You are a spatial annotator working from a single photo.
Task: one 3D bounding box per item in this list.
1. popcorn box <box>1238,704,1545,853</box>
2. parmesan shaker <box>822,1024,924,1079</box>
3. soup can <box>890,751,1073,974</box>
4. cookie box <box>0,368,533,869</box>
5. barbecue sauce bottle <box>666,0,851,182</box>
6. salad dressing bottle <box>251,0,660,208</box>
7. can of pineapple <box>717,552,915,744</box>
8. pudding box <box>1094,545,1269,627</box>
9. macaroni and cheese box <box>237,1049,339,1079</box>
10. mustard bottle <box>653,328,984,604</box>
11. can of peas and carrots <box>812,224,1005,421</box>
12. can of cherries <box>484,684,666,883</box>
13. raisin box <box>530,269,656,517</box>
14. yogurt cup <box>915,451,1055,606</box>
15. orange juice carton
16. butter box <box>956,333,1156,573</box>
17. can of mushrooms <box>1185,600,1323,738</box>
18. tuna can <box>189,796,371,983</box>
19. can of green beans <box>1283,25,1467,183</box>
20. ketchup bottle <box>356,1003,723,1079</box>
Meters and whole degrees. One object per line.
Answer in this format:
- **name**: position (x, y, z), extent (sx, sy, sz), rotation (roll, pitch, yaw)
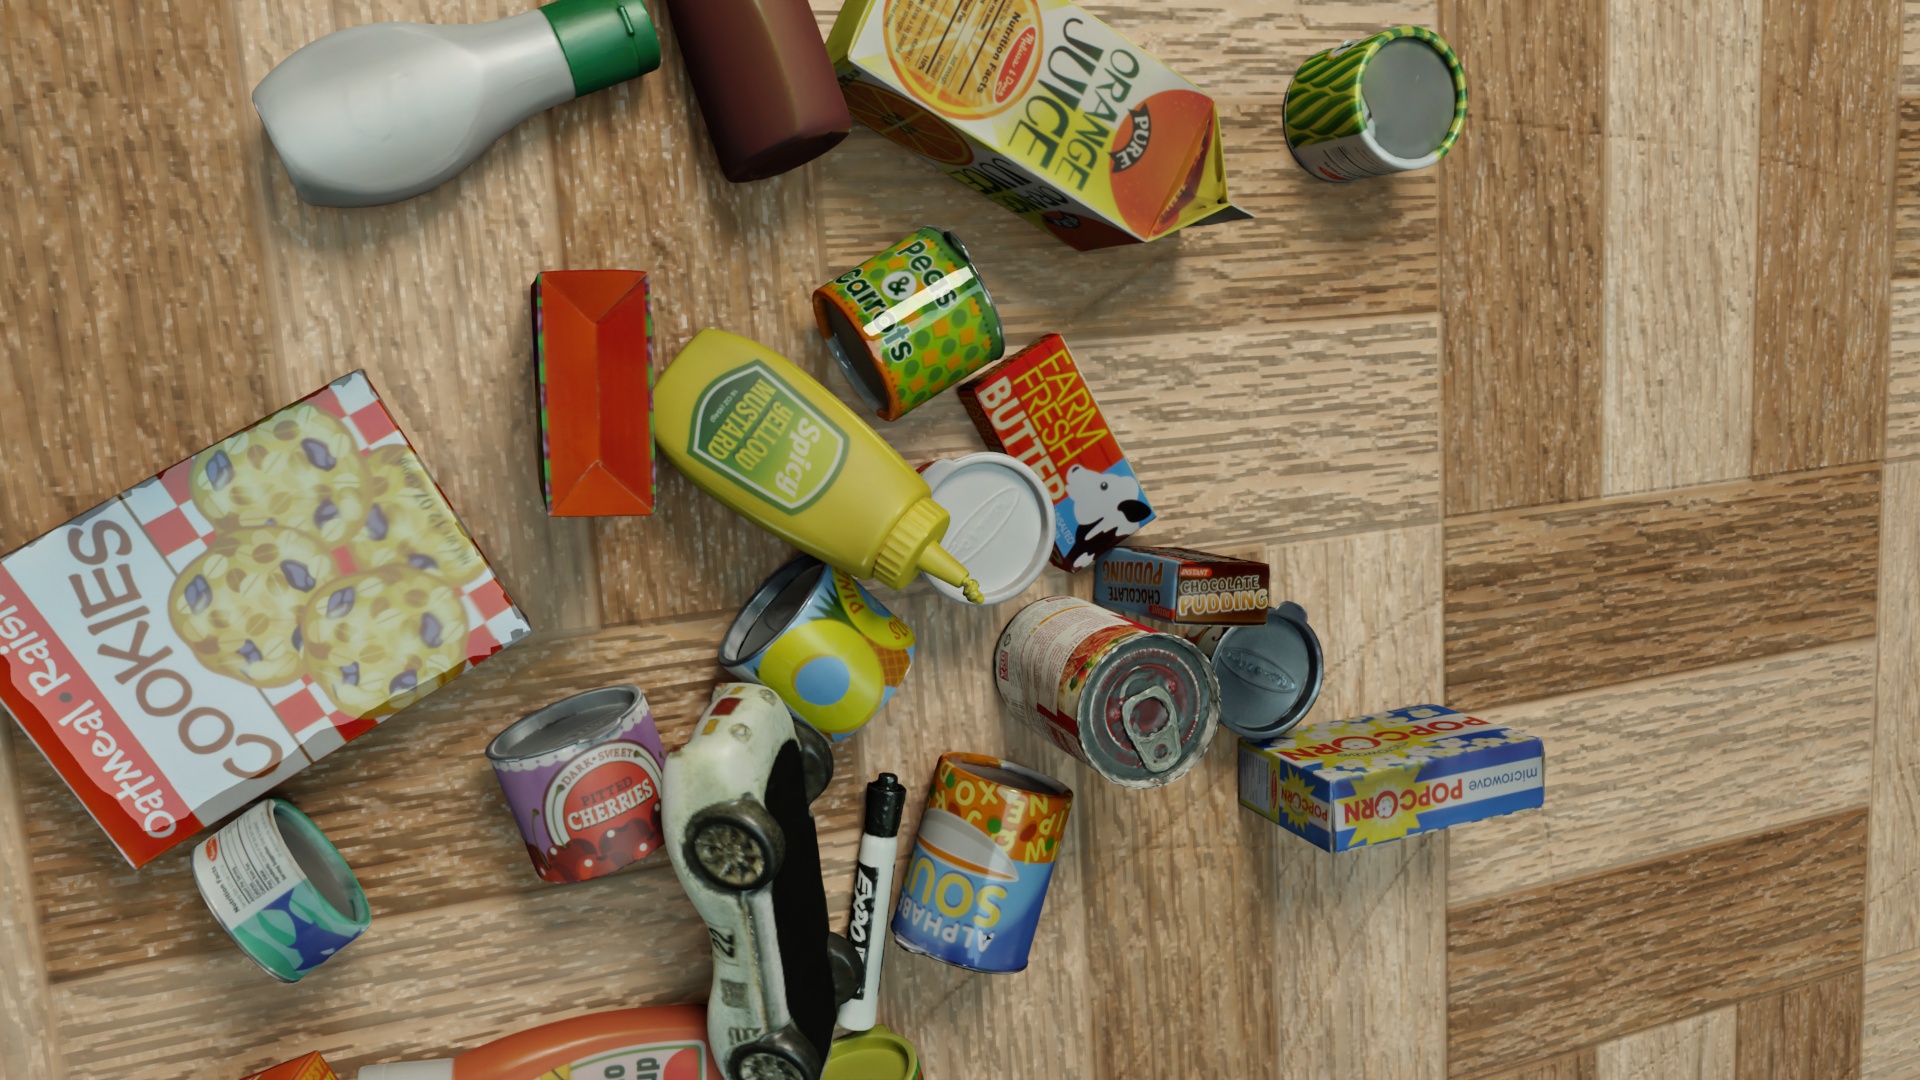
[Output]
- **popcorn box**: position (0.217, 0.118, 0.706), extent (0.127, 0.085, 0.038), rotation (-7, 99, -19)
- **parmesan shaker**: position (-0.036, 0.291, 0.647), extent (0.071, 0.071, 0.102), rotation (-21, 105, -16)
- **soup can**: position (0.009, 0.147, 0.641), extent (0.071, 0.071, 0.083), rotation (15, 91, -21)
- **cookie box**: position (-0.274, 0.027, 0.537), extent (0.168, 0.040, 0.122), rotation (-33, 107, -15)
- **barbecue sauce bottle**: position (-0.094, -0.225, 0.560), extent (0.044, 0.064, 0.148), rotation (-24, 97, -41)
- **salad dressing bottle**: position (-0.191, -0.177, 0.539), extent (0.148, 0.044, 0.064), rotation (-26, 103, -17)
- **can of pineapple**: position (-0.060, 0.045, 0.603), extent (0.058, 0.071, 0.071), rotation (44, 82, -21)
- **pudding box**: position (0.102, 0.021, 0.651), extent (0.050, 0.083, 0.030), rotation (1, 94, -20)
- **macaroni and cheese box**: position (-0.268, 0.296, 0.552), extent (0.123, 0.040, 0.166), rotation (-24, 105, 9)
- **mustard bottle**: position (-0.054, -0.024, 0.571), extent (0.160, 0.049, 0.065), rotation (34, 86, 9)
- **can of peas and carrots**: position (-0.023, -0.094, 0.597), extent (0.059, 0.071, 0.070), rotation (-33, 107, -13)
- **can of cherries**: position (-0.153, 0.100, 0.573), extent (0.072, 0.071, 0.058), rotation (-21, 104, -16)
- **raisin box**: position (-0.141, -0.058, 0.529), extent (0.040, 0.123, 0.086), rotation (-4, 99, -18)
- **yogurt cup**: position (0.002, -0.008, 0.626), extent (0.072, 0.054, 0.072), rotation (-3, 98, -20)
- **orange juice carton**: position (0.038, -0.185, 0.607), extent (0.192, 0.072, 0.073), rotation (26, 88, -21)
- **butter box**: position (0.046, -0.041, 0.654), extent (0.053, 0.024, 0.103), rotation (-35, 108, -14)
- **can of mushrooms**: position (0.147, 0.062, 0.700), extent (0.071, 0.033, 0.071), rotation (-3, 98, -19)
- **tuna can**: position (-0.262, 0.137, 0.542), extent (0.033, 0.071, 0.071), rotation (-36, 108, -13)
- **can of green beans**: position (0.200, -0.209, 0.671), extent (0.071, 0.058, 0.071), rotation (-3, 98, -20)
- **ketchup bottle**: position (-0.179, 0.238, 0.597), extent (0.149, 0.043, 0.064), rotation (2, 94, -20)
